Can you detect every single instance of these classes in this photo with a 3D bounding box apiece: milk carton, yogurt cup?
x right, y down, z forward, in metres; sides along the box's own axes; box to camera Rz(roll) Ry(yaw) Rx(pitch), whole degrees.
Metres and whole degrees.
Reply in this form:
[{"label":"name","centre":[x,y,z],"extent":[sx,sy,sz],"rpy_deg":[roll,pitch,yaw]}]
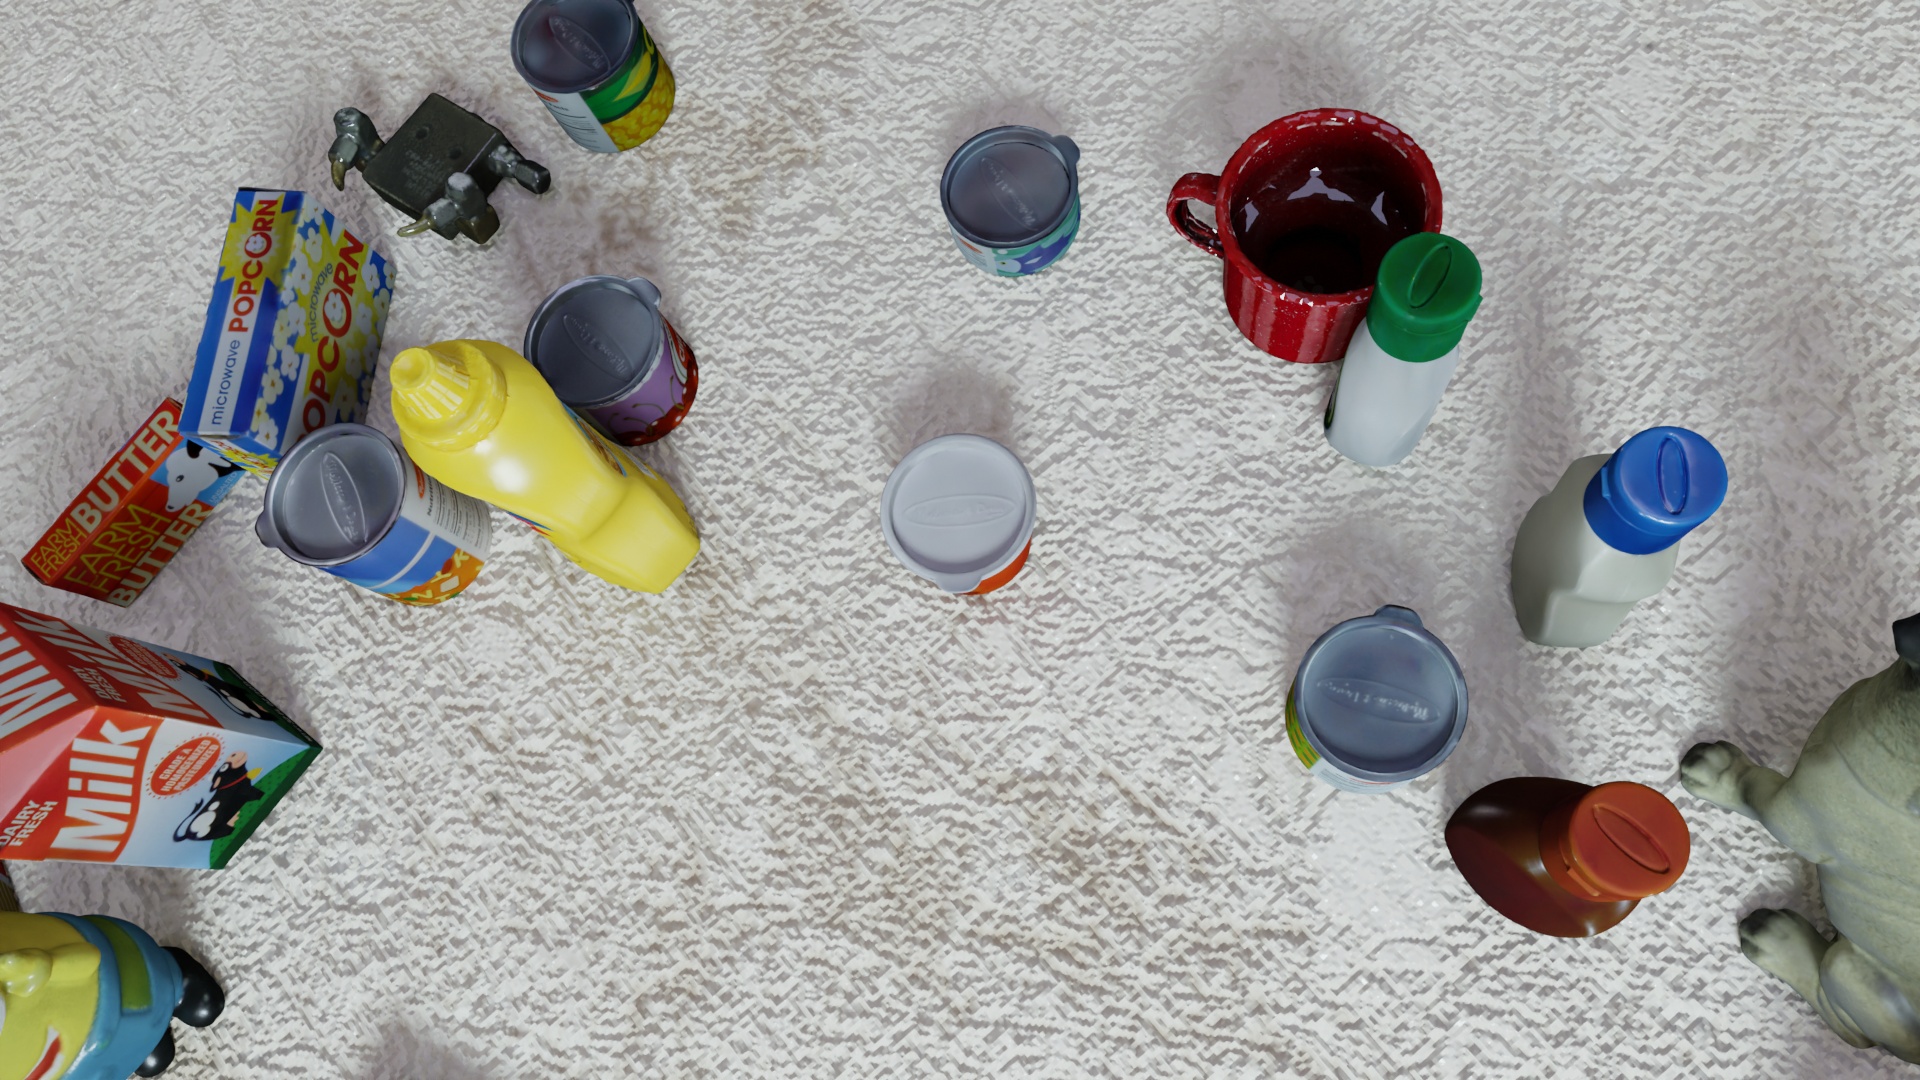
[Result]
[{"label":"milk carton","centre":[-0.363,0.083,0.574],"extent":[0.072,0.190,0.073],"rpy_deg":[35,82,16]},{"label":"yogurt cup","centre":[0.002,-0.008,0.618],"extent":[0.072,0.054,0.072],"rpy_deg":[-2,74,8]}]

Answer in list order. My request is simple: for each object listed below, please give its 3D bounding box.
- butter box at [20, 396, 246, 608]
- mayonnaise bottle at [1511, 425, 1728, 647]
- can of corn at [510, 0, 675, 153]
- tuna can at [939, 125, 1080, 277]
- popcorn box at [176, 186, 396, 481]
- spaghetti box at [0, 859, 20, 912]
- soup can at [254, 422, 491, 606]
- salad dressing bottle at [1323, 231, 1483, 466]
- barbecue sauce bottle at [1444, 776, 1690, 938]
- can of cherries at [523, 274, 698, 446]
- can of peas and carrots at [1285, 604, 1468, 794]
[{"label":"butter box","centre":[-0.399,-0.017,0.681],"extent":[0.024,0.053,0.103],"rpy_deg":[36,82,16]},{"label":"mayonnaise bottle","centre":[0.247,-0.002,0.531],"extent":[0.041,0.147,0.065],"rpy_deg":[2,75,9]},{"label":"can of corn","centre":[-0.185,-0.244,0.713],"extent":[0.071,0.058,0.071],"rpy_deg":[-2,74,8]},{"label":"tuna can","centre":[0.027,-0.165,0.672],"extent":[0.071,0.032,0.071],"rpy_deg":[-2,74,8]},{"label":"popcorn box","centre":[-0.324,-0.095,0.675],"extent":[0.038,0.085,0.127],"rpy_deg":[2,74,9]},{"label":"spaghetti box","centre":[-0.508,0.101,0.664],"extent":[0.029,0.050,0.250],"rpy_deg":[-33,72,-1]},{"label":"soup can","centre":[-0.269,-0.009,0.643],"extent":[0.071,0.083,0.071],"rpy_deg":[-2,74,8]},{"label":"salad dressing bottle","centre":[0.178,-0.075,0.563],"extent":[0.044,0.147,0.064],"rpy_deg":[28,80,15]},{"label":"barbecue sauce bottle","centre":[0.218,0.113,0.501],"extent":[0.044,0.148,0.065],"rpy_deg":[-44,73,-5]},{"label":"can of cherries","centre":[-0.163,-0.086,0.663],"extent":[0.071,0.058,0.071],"rpy_deg":[-2,74,8]},{"label":"can of peas and carrots","centre":[0.169,0.066,0.569],"extent":[0.071,0.058,0.071],"rpy_deg":[-2,74,8]}]
